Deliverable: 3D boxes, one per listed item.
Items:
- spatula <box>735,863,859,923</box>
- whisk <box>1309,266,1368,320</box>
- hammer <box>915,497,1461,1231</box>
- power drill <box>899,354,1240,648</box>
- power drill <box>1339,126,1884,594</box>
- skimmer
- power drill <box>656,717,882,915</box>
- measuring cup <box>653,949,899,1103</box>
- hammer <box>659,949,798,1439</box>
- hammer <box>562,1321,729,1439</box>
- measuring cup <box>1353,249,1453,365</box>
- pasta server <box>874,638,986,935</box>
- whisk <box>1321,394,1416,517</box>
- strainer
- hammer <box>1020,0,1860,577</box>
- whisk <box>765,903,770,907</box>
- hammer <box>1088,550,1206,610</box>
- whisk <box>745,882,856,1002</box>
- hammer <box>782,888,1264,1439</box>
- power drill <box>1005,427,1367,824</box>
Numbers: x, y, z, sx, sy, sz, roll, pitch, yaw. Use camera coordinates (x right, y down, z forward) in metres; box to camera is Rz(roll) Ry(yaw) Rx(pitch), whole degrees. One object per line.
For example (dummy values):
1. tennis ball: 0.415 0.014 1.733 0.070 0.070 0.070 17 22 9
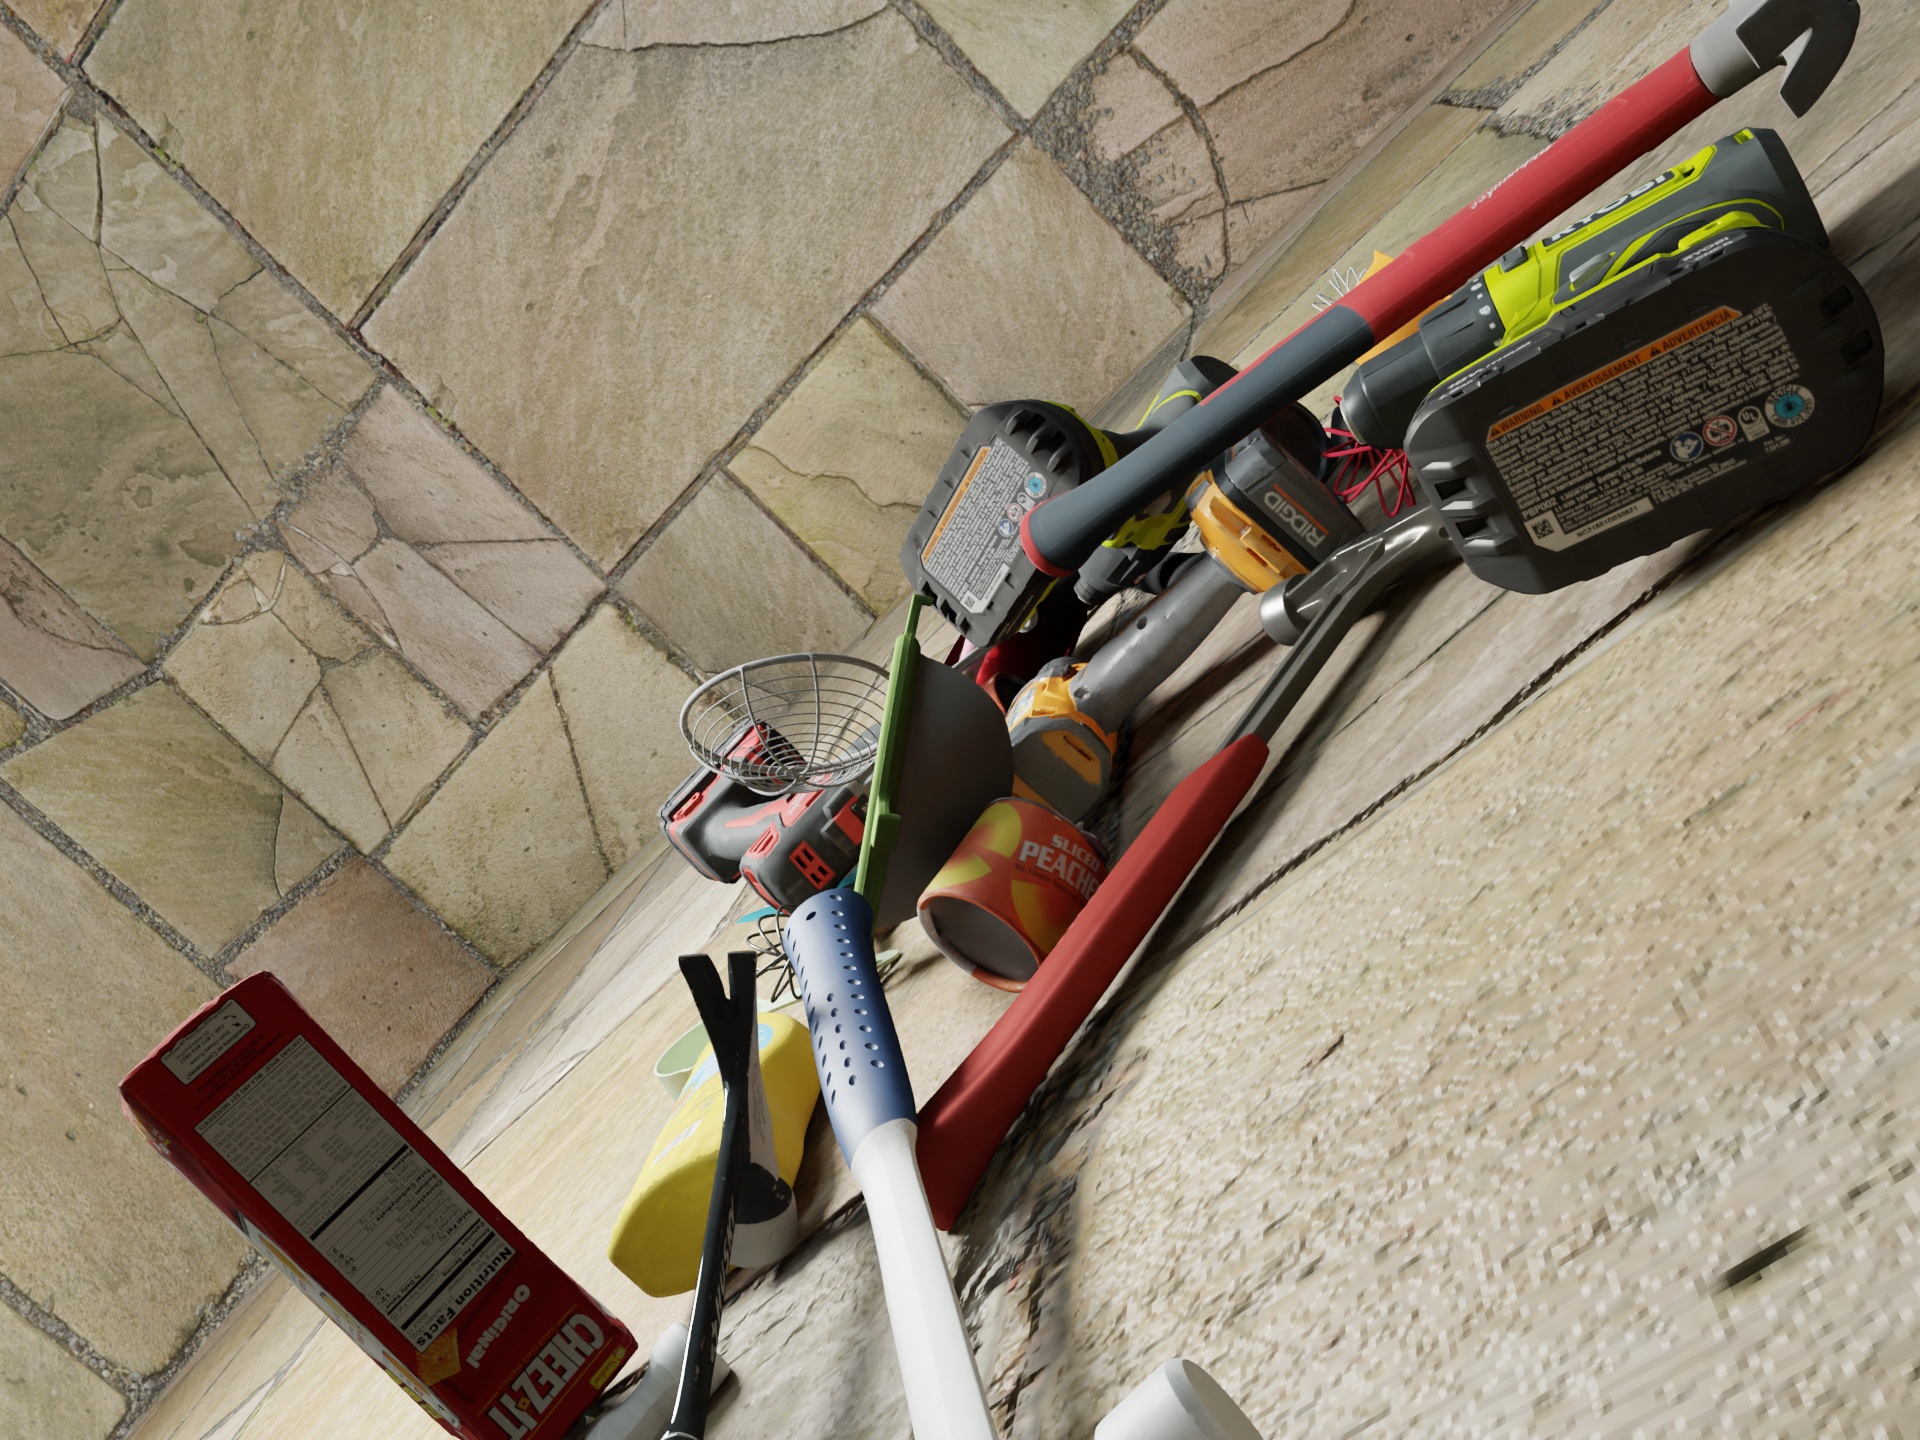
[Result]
1. spatula: -0.041 0.051 1.191 0.317 0.044 0.082 -49 16 -30
2. whisk: 0.282 -0.260 1.078 0.070 0.070 0.285 -43 13 19
3. hammer: 0.091 0.044 0.629 0.359 0.036 0.149 -49 9 -26
4. power drill: 0.072 -0.120 0.916 0.223 0.080 0.171 -22 -30 -52
5. power drill: 0.226 -0.133 0.587 0.190 0.080 0.229 -26 16 27
6. skimmer: -0.014 -0.060 0.984 0.363 0.090 0.127 -38 -8 -41
7. power drill: -0.107 0.047 1.132 0.188 0.080 0.227 -48 22 -20
8. measuring cup: -0.101 0.183 0.938 0.167 0.038 0.083 -26 11 13
9. hammer: -0.082 0.213 0.482 0.036 0.149 0.409 -4 18 -2
10. hammer: -0.192 0.313 0.742 0.128 0.033 0.331 -48 9 -21
11. measuring cup: 0.246 -0.193 0.829 0.052 0.095 0.174 -52 10 16
12. pasta server: -0.002 -0.003 1.047 0.060 0.040 0.316 8 64 25
13. whisk: 0.222 -0.153 0.853 0.073 0.073 0.296 -44 3 14
14. strainer: -0.017 0.071 0.810 0.256 0.069 0.152 100 178 -49
15. hammer: 0.151 -0.150 0.622 0.386 0.038 0.143 -33 12 43
16. whisk: -0.066 0.064 1.246 0.246 0.058 0.059 -45 9 -28
17. hammer: 0.136 -0.109 1.120 0.146 0.035 0.335 -46 9 1
18. whisk: -0.081 0.126 0.958 0.055 0.055 0.239 -45 -4 7
19. hammer: -0.028 0.147 0.512 0.144 0.035 0.406 -43 18 3
20. power drill: 0.108 -0.052 0.867 0.226 0.084 0.185 -48 6 16
